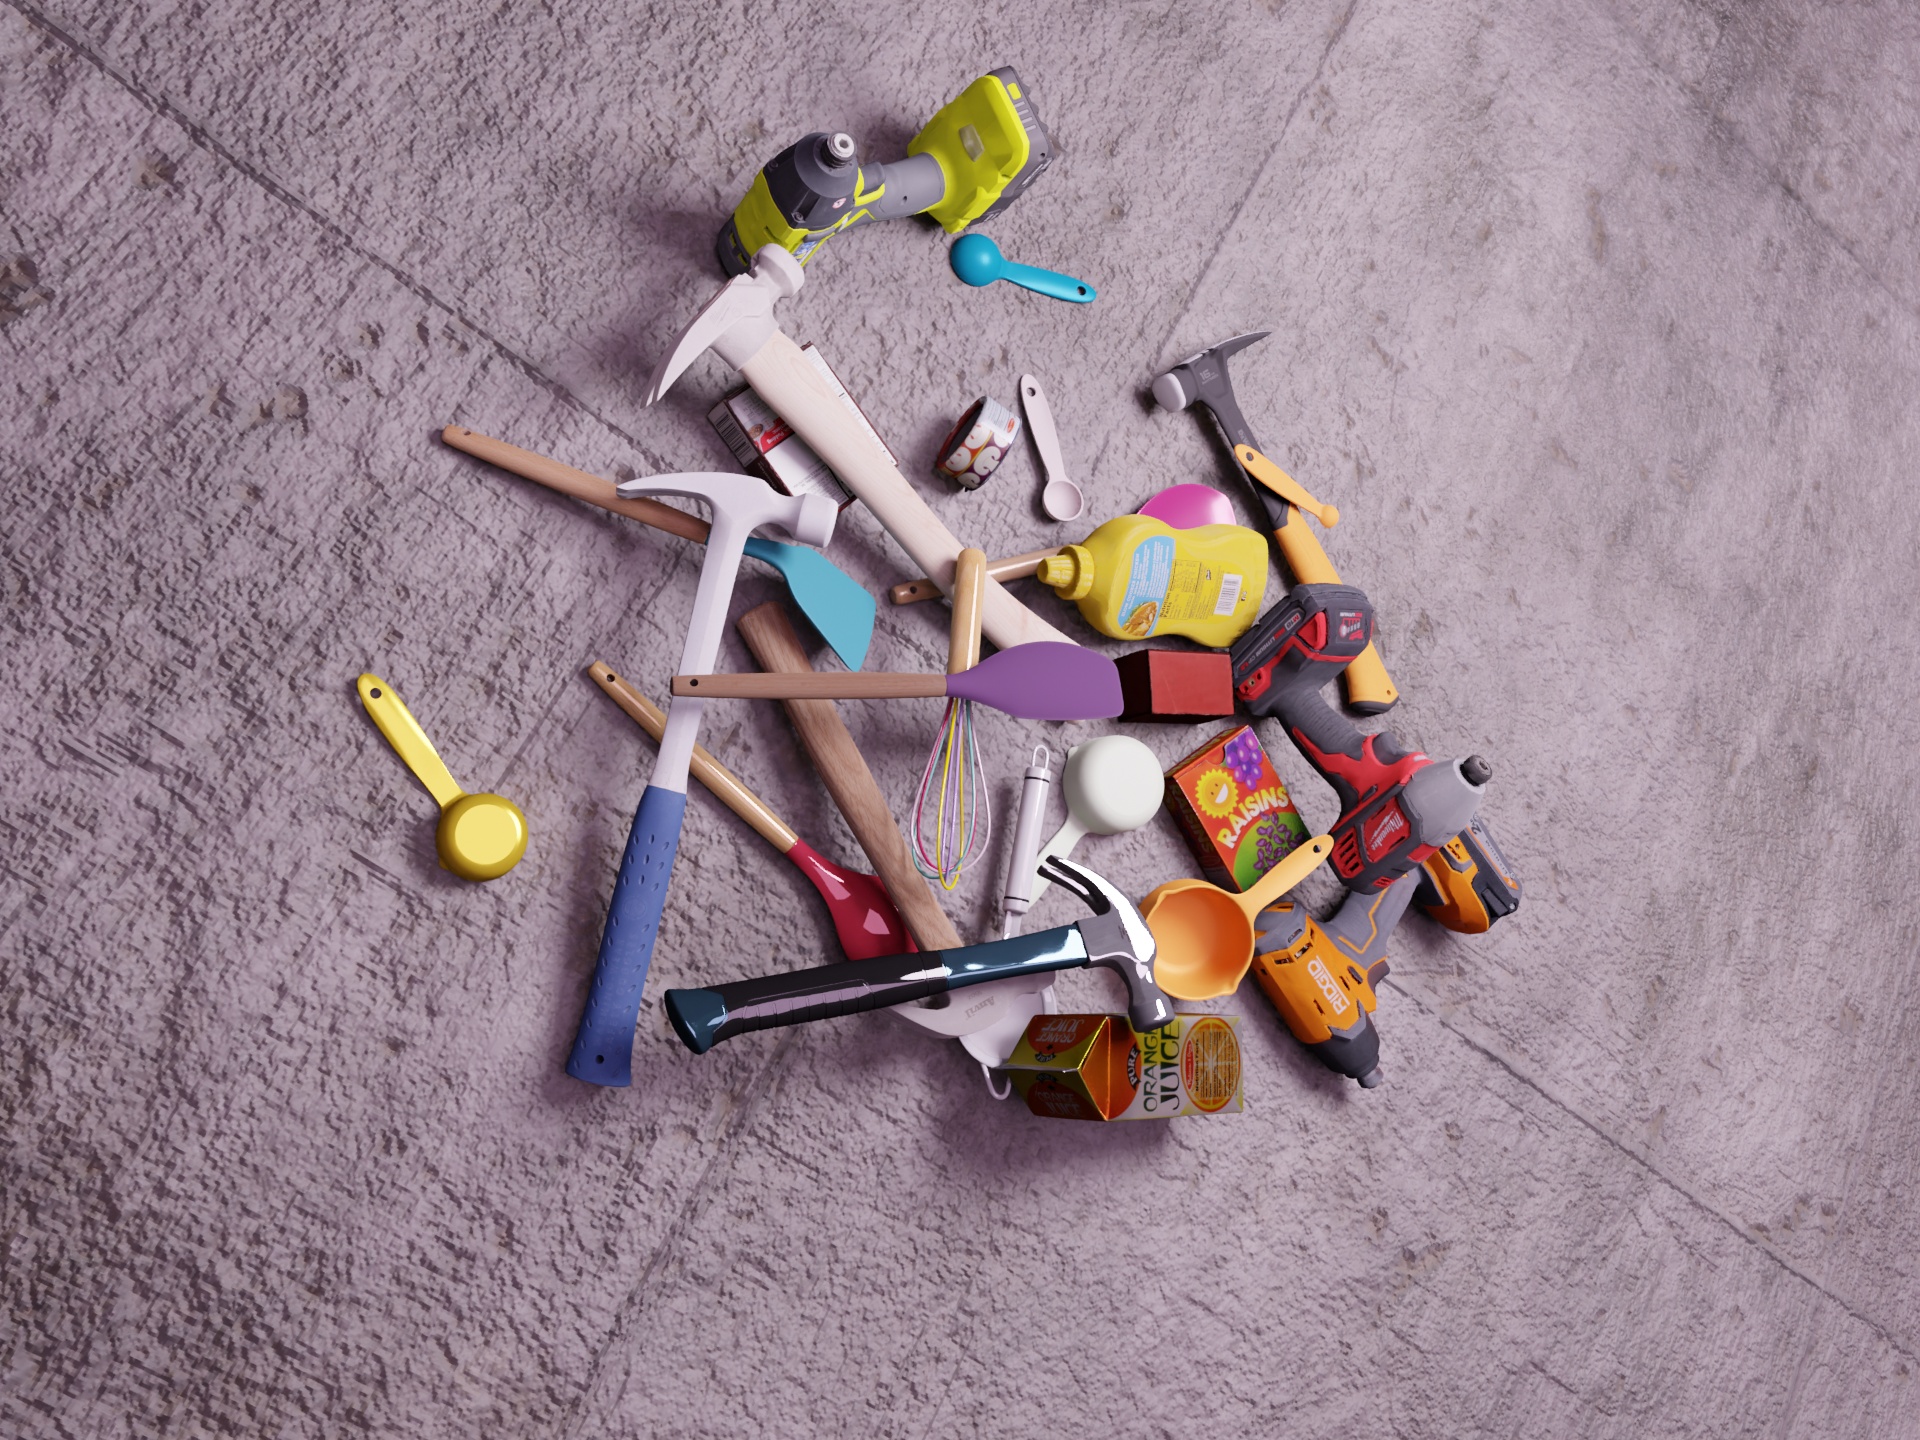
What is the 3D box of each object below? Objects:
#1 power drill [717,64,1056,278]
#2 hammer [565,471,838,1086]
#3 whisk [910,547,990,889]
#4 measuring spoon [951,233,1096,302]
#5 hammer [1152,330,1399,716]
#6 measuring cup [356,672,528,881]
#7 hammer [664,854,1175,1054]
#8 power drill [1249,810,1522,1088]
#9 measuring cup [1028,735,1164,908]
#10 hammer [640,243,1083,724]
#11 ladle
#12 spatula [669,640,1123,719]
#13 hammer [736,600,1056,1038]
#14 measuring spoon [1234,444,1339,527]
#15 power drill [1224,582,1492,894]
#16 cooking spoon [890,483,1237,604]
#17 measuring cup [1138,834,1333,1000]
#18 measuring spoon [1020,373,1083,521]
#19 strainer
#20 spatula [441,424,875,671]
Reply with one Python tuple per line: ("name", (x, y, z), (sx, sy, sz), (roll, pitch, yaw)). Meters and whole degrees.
("power drill", (-0.049, -0.388, 1.135), (0.223, 0.171, 0.080), (-28, 93, -29))
("hammer", (-0.196, 0.033, 1.040), (0.144, 0.035, 0.405), (14, 85, -9))
("whisk", (-0.002, -0.003, 1.104), (0.047, 0.051, 0.245), (20, 68, -41))
("measuring spoon", (0.055, -0.355, 1.257), (0.128, 0.021, 0.042), (10, 78, -22))
("hammer", (0.280, -0.157, 1.321), (0.127, 0.034, 0.337), (-34, 99, -33))
("measuring cup", (-0.333, 0.034, 1.012), (0.062, 0.029, 0.156), (-38, 100, -25))
("hammer", (-0.025, 0.167, 1.039), (0.331, 0.033, 0.128), (-7, 65, -20))
("power drill", (0.343, 0.176, 1.279), (0.226, 0.084, 0.164), (-37, 98, -21))
("measuring cup", (0.094, 0.080, 1.198), (0.083, 0.038, 0.168), (45, 66, -12))
("hammer", (-0.042, -0.136, 1.138), (0.410, 0.038, 0.146), (46, 69, -22))
("ladle", (-0.136, 0.068, 1.102), (0.315, 0.031, 0.069), (43, 65, -11))
("spatula", (-0.036, -0.025, 1.062), (0.315, 0.018, 0.060), (-1, 69, -21))
("hammer", (-0.066, 0.068, 1.102), (0.130, 0.031, 0.331), (-27, 84, -27))
("measuring spoon", (0.267, -0.192, 1.291), (0.116, 0.011, 0.021), (30, 66, -24))
("power drill", (0.305, 0.008, 1.214), (0.078, 0.143, 0.220), (-1, 56, -42))
("cooking spoon", (0.088, -0.130, 1.240), (0.319, 0.017, 0.069), (-16, 91, -27))
("measuring cup", (0.207, 0.139, 1.209), (0.173, 0.052, 0.095), (-37, 97, -5))
("measuring spoon", (0.066, -0.212, 1.248), (0.034, 0.018, 0.124), (-11, 80, -24))
("strainer", (0.039, 0.143, 1.156), (0.086, 0.050, 0.258), (16, 76, -25))
("spatula", (-0.201, -0.128, 1.089), (0.317, 0.044, 0.082), (21, 44, -11))
